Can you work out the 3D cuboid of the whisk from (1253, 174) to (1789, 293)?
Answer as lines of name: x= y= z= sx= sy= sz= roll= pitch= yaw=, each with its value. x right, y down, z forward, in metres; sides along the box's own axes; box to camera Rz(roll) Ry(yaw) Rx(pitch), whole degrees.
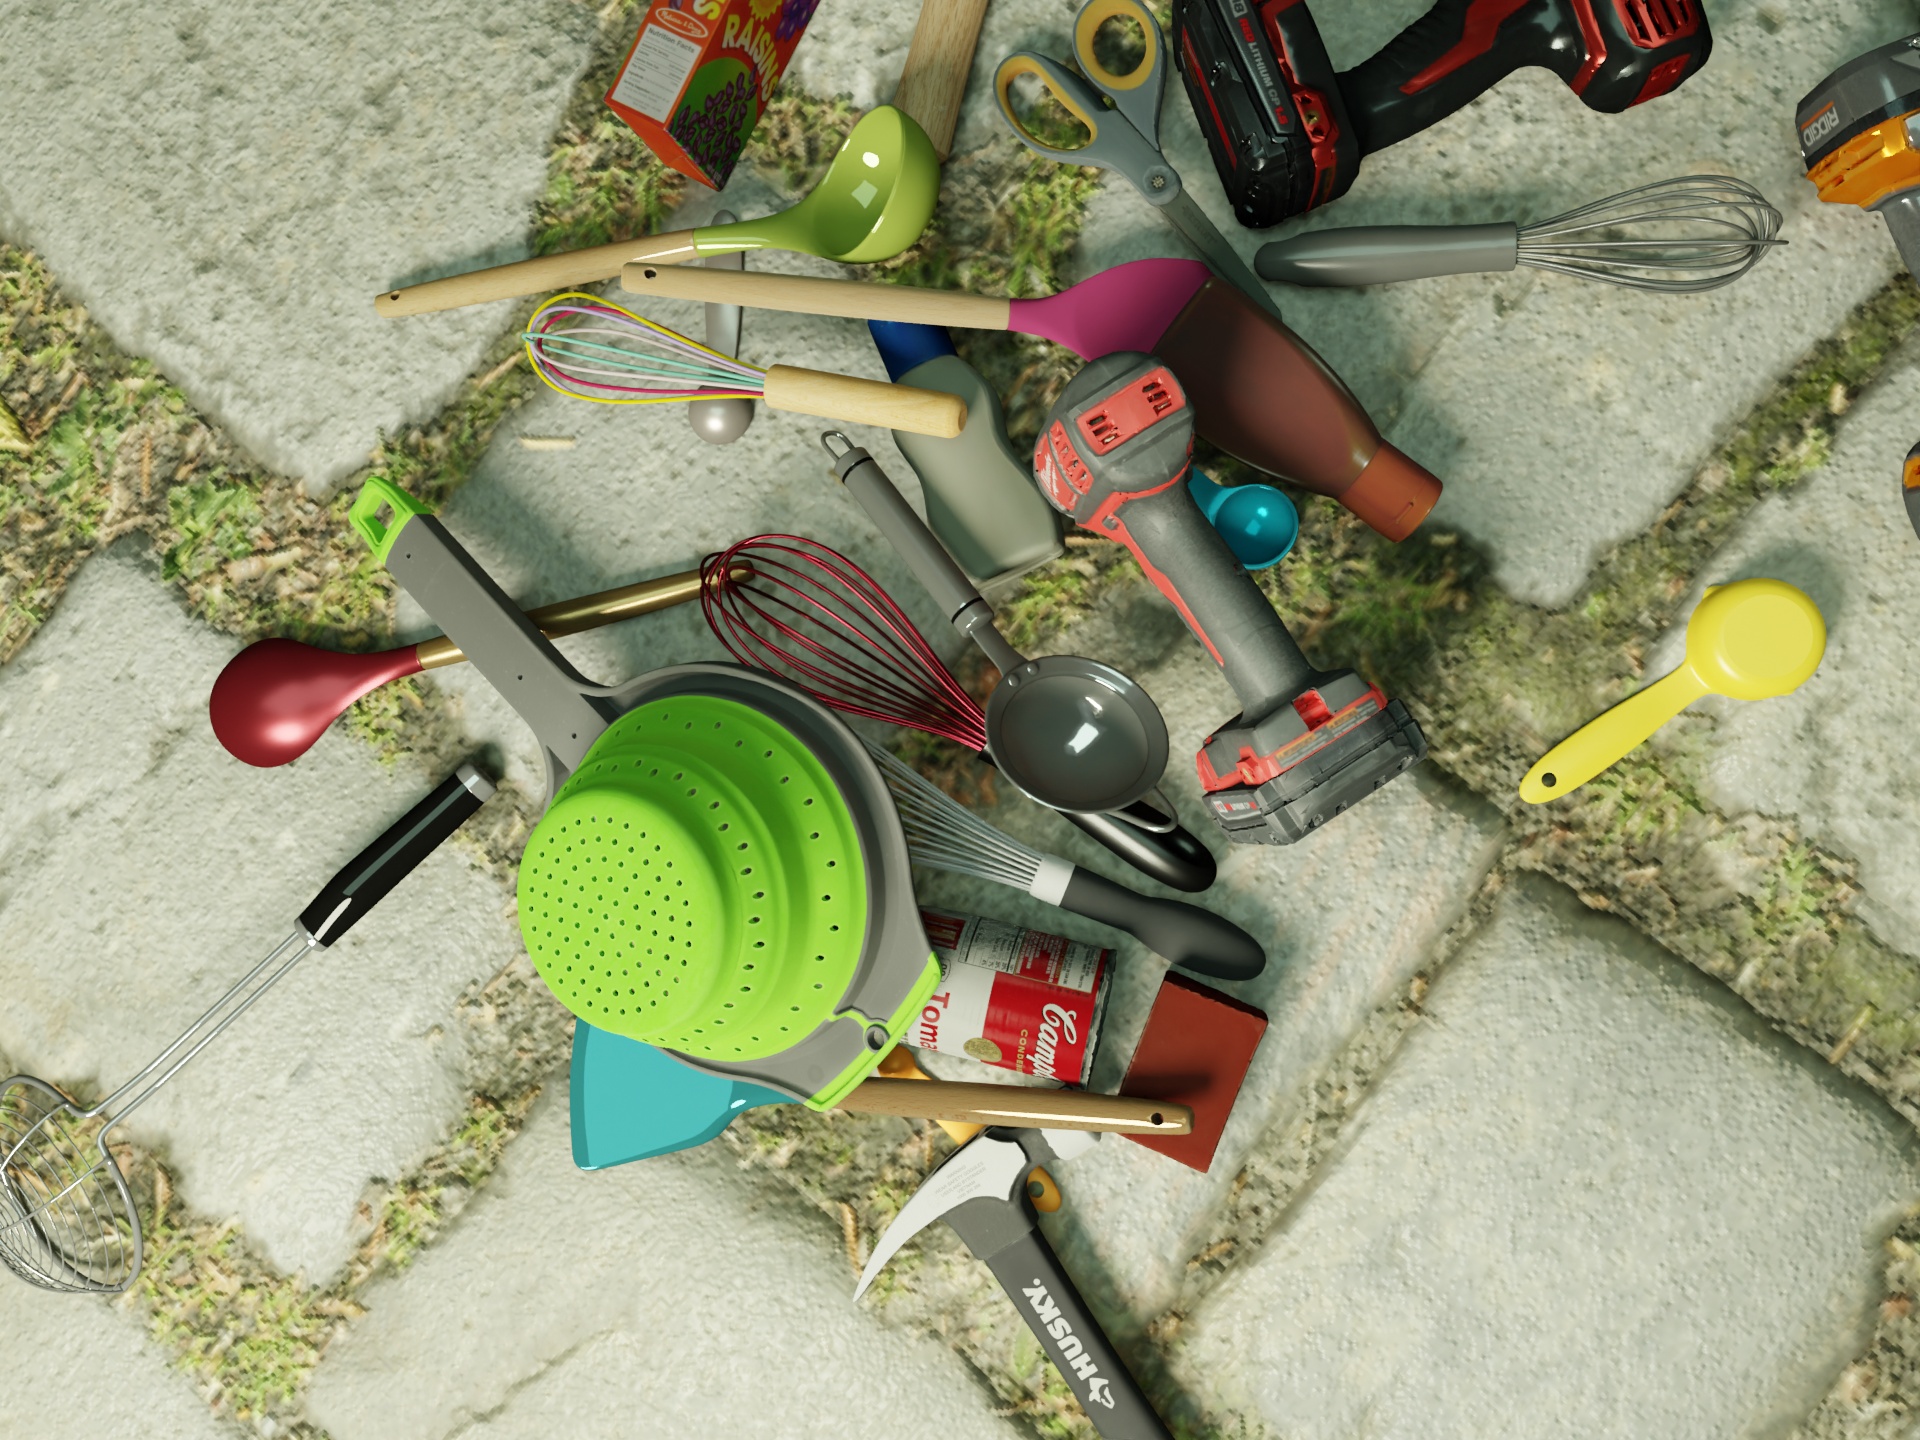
whisk: x=0.259 y=-0.222 z=0.749 sx=0.239 sy=0.055 sz=0.055 roll=0 pitch=88 yaw=14

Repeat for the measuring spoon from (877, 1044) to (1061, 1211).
measuring spoon: x=0.004 y=0.204 z=0.792 sx=0.117 sy=0.011 sz=0.021 roll=40 pitch=94 yaw=8

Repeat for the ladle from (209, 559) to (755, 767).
ladle: x=-0.258 y=-0.039 z=0.838 sx=0.315 sy=0.031 sz=0.069 roll=-14 pitch=85 yaw=7

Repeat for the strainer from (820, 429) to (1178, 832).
strainer: x=0.011 y=-0.042 z=0.747 sx=0.087 sy=0.050 sz=0.258 roll=-30 pitch=74 yaw=-28

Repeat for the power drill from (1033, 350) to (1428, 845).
power drill: x=0.108 y=-0.055 z=0.726 sx=0.078 sy=0.143 sz=0.219 roll=-32 pitch=89 yaw=-6

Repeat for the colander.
colander: x=-0.187 y=0.023 z=0.743 sx=0.397 sy=0.094 sz=0.204 roll=45 pitch=113 yaw=14

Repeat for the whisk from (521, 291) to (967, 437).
whisk: x=-0.113 y=-0.173 z=0.788 sx=0.245 sy=0.051 sz=0.047 roll=13 pitch=79 yaw=17

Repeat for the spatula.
spatula: x=-0.045 y=0.184 z=0.766 sx=0.317 sy=0.044 sz=0.082 roll=-2 pitch=83 yaw=24

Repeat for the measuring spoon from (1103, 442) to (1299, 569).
measuring spoon: x=0.110 y=-0.117 z=0.788 sx=0.129 sy=0.021 sz=0.042 roll=36 pitch=92 yaw=18

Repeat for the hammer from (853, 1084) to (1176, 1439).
hammer: x=0.084 y=0.351 z=0.760 sx=0.146 sy=0.035 sz=0.335 roll=-35 pitch=85 yaw=11

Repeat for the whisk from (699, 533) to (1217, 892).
whisk: x=-0.001 y=-0.002 z=0.778 sx=0.296 sy=0.073 sz=0.073 roll=33 pitch=93 yaw=3

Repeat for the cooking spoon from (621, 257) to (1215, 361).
cooking spoon: x=-0.002 y=-0.200 z=0.770 sx=0.319 sy=0.017 sz=0.069 roll=4 pitch=87 yaw=-6

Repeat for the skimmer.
skimmer: x=-0.380 y=0.157 z=0.849 sx=0.363 sy=0.090 sz=0.127 roll=-43 pitch=80 yaw=-5

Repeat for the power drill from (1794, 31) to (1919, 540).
power drill: x=0.481 y=-0.197 z=0.697 sx=0.164 sy=0.084 sz=0.226 roll=-19 pitch=89 yaw=8

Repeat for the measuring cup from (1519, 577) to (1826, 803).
measuring cup: x=0.328 y=-0.009 z=0.737 sx=0.156 sy=0.029 sz=0.062 roll=-36 pitch=83 yaw=5

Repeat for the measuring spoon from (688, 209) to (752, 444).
measuring spoon: x=-0.126 y=-0.206 z=0.825 sx=0.034 sy=0.018 sz=0.124 roll=0 pitch=87 yaw=9

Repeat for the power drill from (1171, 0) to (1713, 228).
power drill: x=0.215 y=-0.351 z=0.747 sx=0.226 sy=0.080 sz=0.188 roll=-20 pitch=85 yaw=5

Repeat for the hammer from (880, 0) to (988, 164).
hammer: x=0.019 y=-0.446 z=0.803 sx=0.130 sy=0.031 sz=0.331 roll=17 pitch=91 yaw=9

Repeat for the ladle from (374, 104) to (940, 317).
ladle: x=-0.163 y=-0.245 z=0.807 sx=0.320 sy=0.062 sz=0.078 roll=-7 pitch=68 yaw=14

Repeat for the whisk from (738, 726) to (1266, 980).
whisk: x=0.015 y=0.064 z=0.777 sx=0.284 sy=0.070 sz=0.070 roll=22 pitch=92 yaw=4
